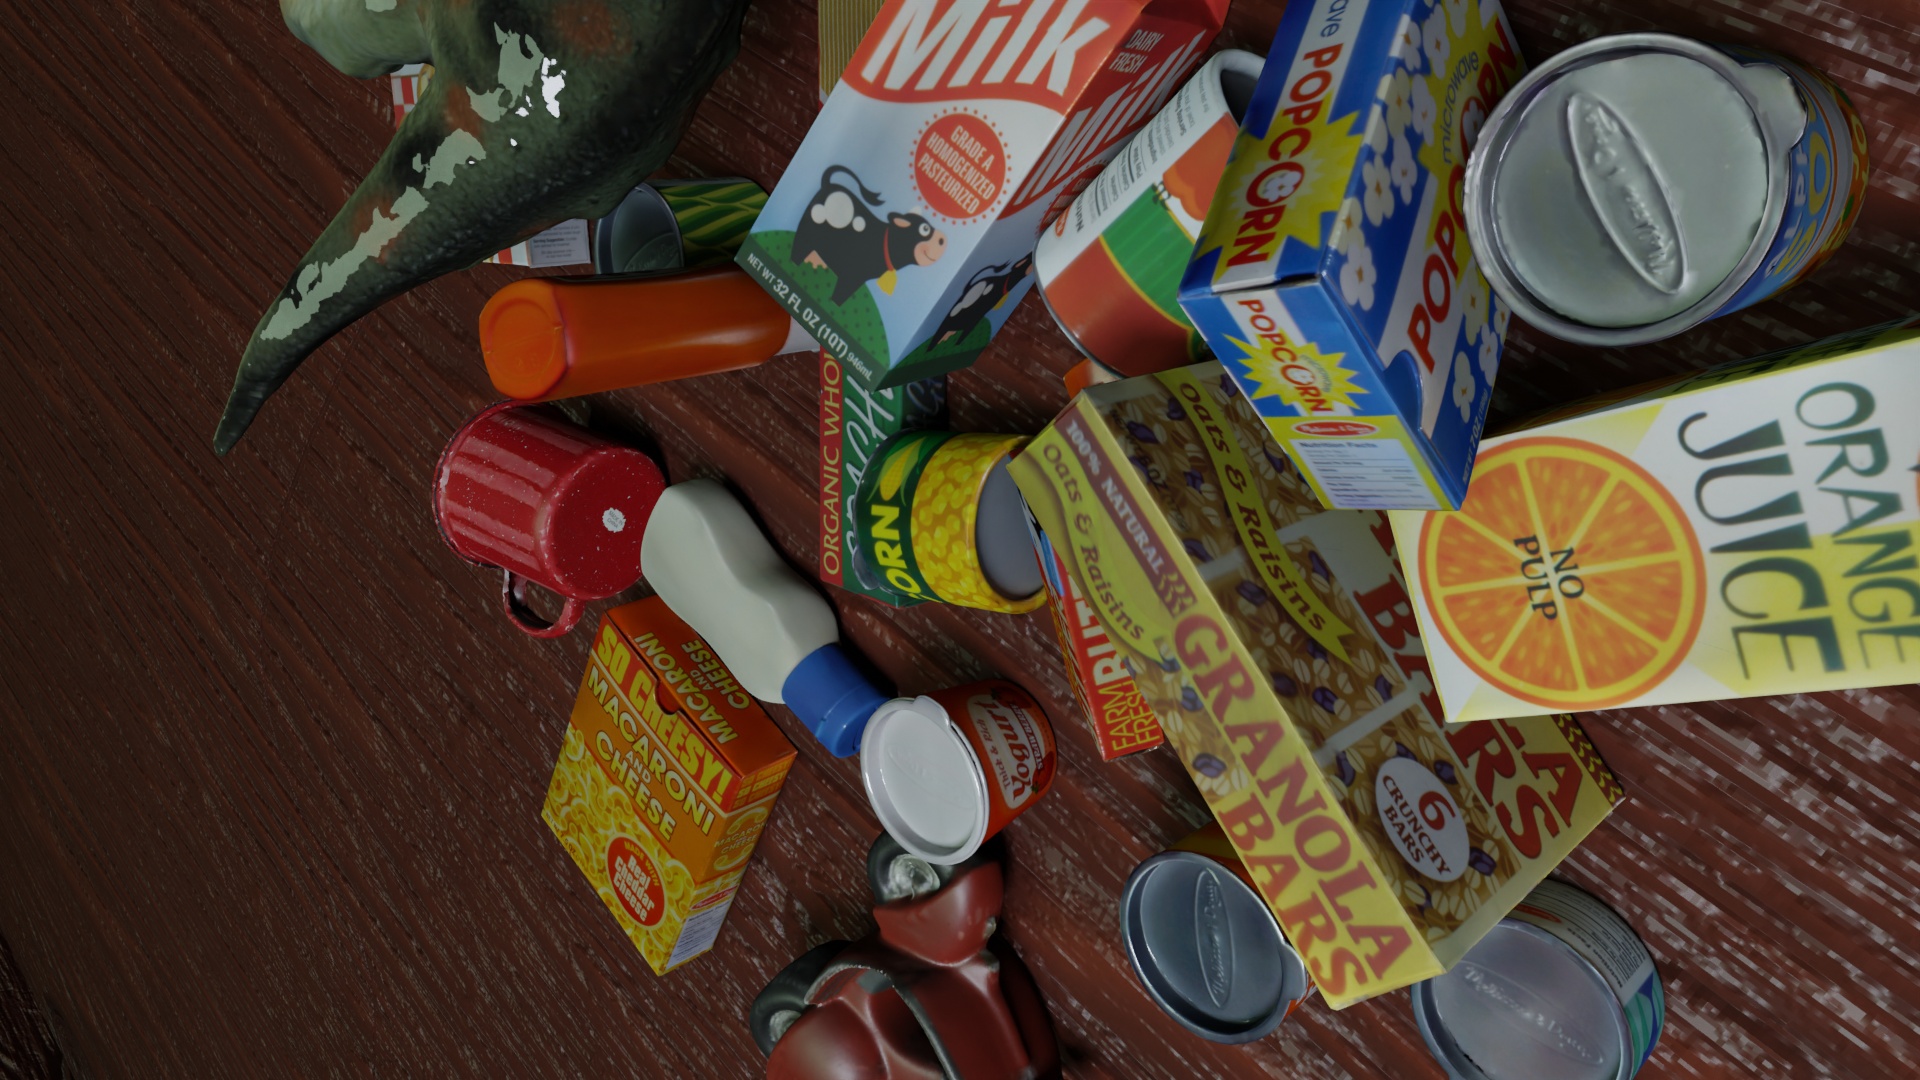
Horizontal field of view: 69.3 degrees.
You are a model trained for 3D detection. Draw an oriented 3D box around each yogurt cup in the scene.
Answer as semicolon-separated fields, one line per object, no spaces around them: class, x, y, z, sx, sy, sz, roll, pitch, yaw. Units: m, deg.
yogurt cup;0.001;0.089;0.557;0.072;0.054;0.072;15;112;41

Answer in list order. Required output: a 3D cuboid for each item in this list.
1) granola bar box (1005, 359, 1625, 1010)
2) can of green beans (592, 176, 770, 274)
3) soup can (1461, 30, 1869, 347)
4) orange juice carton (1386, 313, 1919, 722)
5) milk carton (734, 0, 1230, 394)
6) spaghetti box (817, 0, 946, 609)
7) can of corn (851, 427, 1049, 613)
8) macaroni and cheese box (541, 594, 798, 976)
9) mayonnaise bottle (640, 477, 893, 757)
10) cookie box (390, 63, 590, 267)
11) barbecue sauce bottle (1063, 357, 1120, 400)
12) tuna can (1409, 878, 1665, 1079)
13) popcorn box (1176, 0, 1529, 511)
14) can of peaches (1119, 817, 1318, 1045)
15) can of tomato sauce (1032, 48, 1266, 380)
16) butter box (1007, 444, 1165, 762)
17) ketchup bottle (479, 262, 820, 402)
granola bar box;0.102;0.027;0.392;0.039;0.125;0.166;-43;72;42
can of green beans;-0.118;-0.125;0.607;0.071;0.058;0.071;14;112;41
soup can;0.169;-0.084;0.324;0.071;0.084;0.071;15;112;40
orange juice carton;0.205;-0.010;0.320;0.192;0.072;0.073;-14;93;46
milk carton;0.014;-0.143;0.447;0.072;0.074;0.189;44;120;12
spaghetti box;-0.030;-0.095;0.553;0.050;0.029;0.249;17;113;40
can of corn;0.002;-0.006;0.518;0.058;0.071;0.071;6;106;42
macaroni and cheese box;-0.159;0.131;0.734;0.124;0.040;0.165;44;128;25
mayonnaise bottle;-0.090;0.037;0.641;0.148;0.041;0.064;43;130;25
cookie box;-0.247;-0.229;0.714;0.123;0.040;0.167;13;111;41
barbecue sauce bottle;0.080;0.004;0.464;0.064;0.044;0.148;-33;78;55
tuna can;0.174;0.141;0.421;0.071;0.033;0.071;15;112;41
popcorn box;0.105;-0.082;0.342;0.038;0.127;0.085;-1;146;41
can of peaches;0.099;0.128;0.471;0.071;0.058;0.071;14;111;41
can of tomato sauce;0.075;-0.096;0.426;0.082;0.071;0.071;-41;73;41
butter box;0.044;0.020;0.482;0.053;0.024;0.103;-111;5;-67
ketchup bottle;-0.106;-0.085;0.543;0.064;0.149;0.043;-6;98;44
